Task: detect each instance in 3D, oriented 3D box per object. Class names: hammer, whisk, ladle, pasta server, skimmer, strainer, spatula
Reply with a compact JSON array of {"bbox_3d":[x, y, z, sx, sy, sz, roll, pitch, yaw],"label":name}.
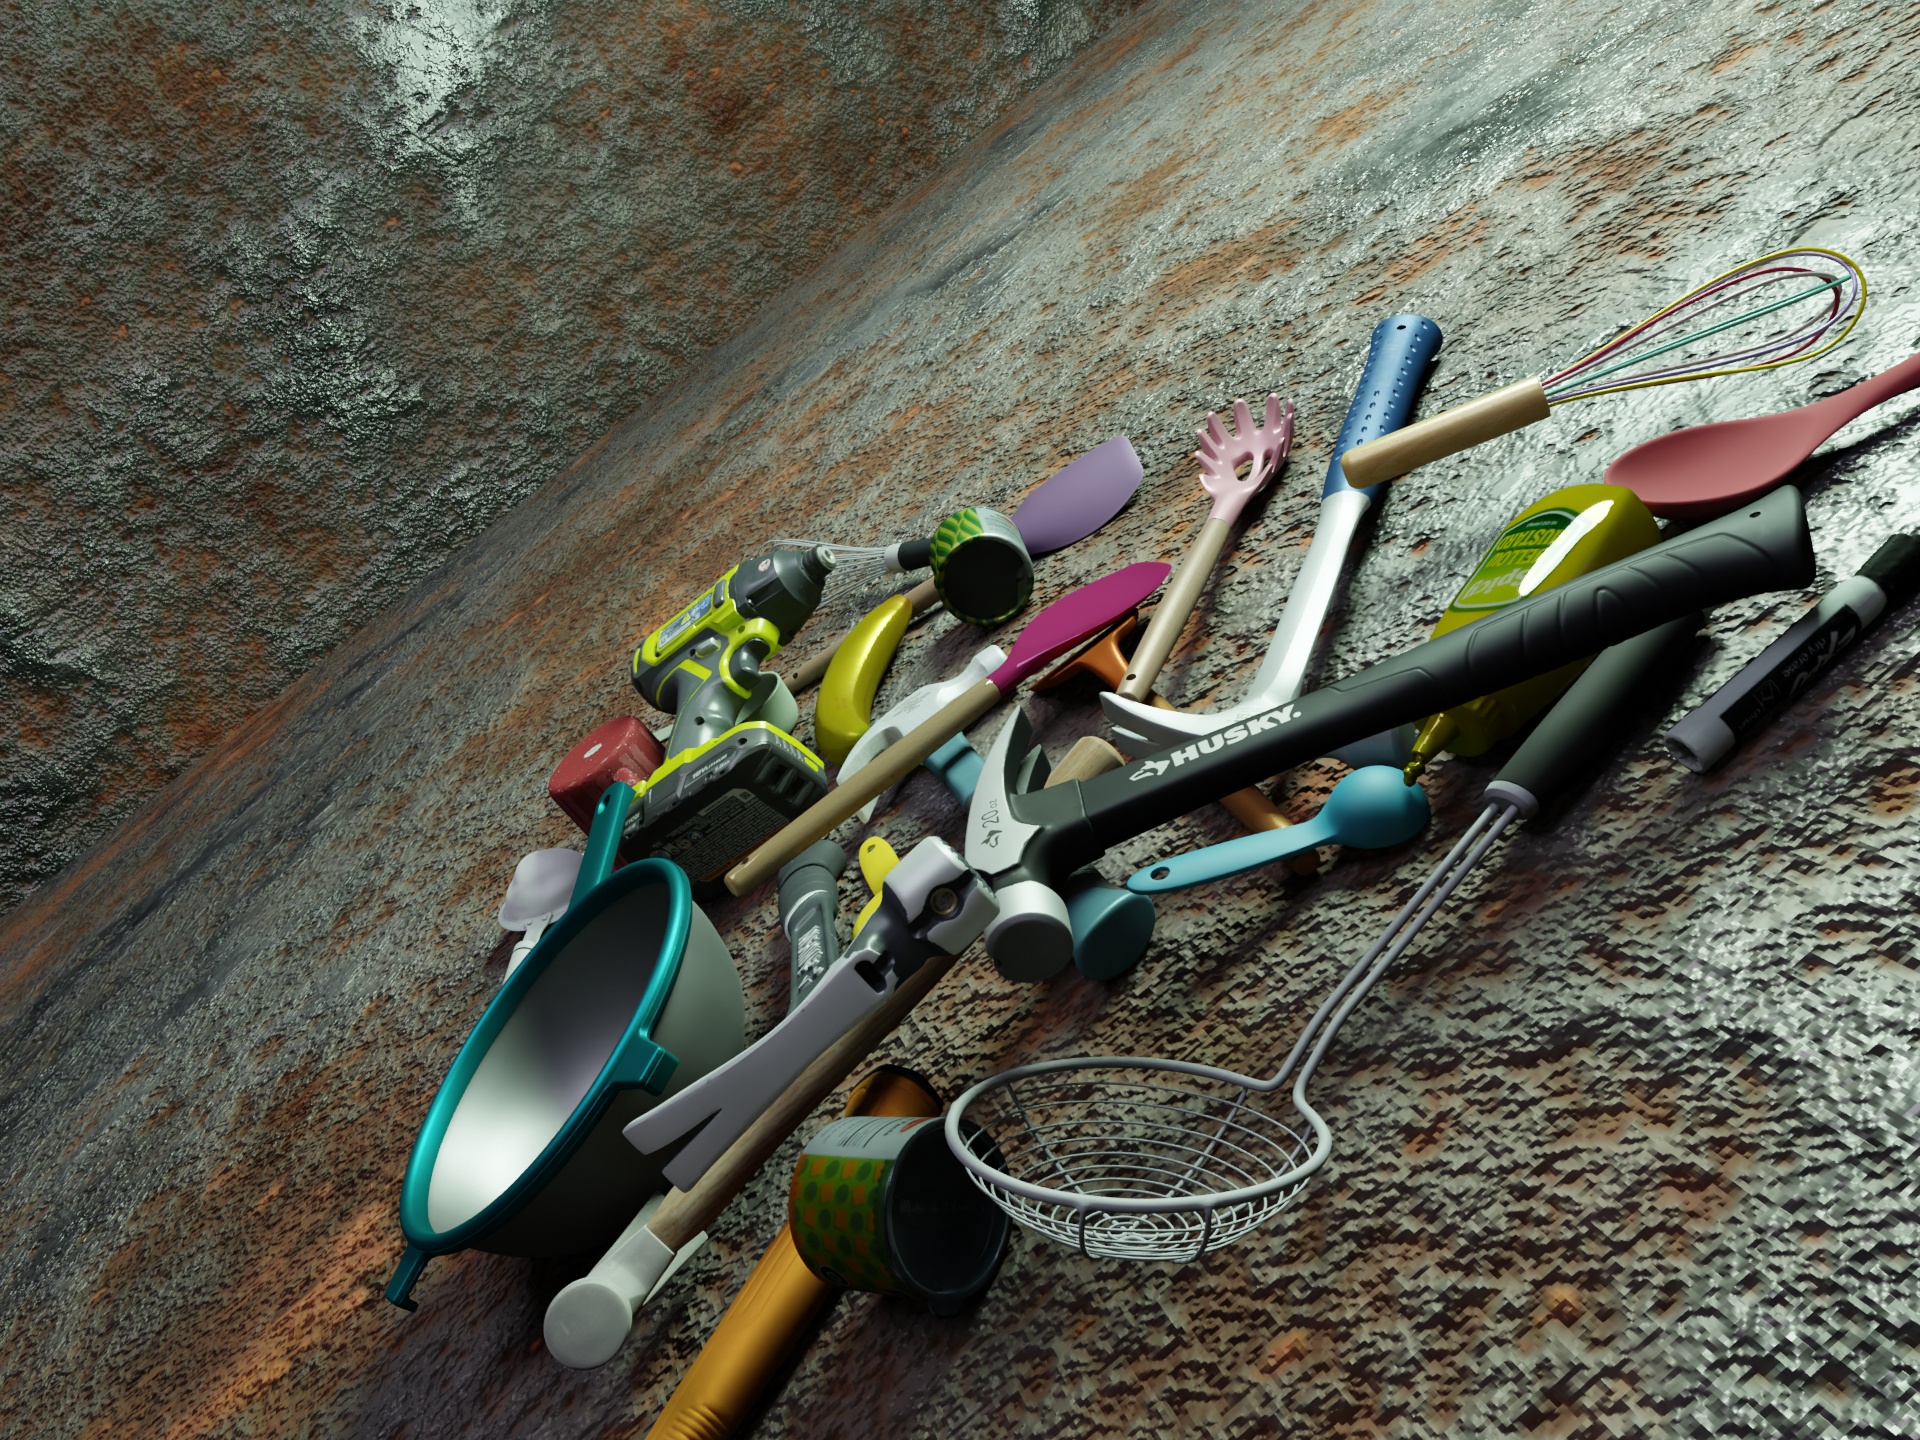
[{"bbox_3d":[-0.100,0.271,0.598,0.127,0.034,0.337,-9,37,49],"label":"hammer"},{"bbox_3d":[-0.044,0.131,0.676,0.331,0.031,0.130,-46,-4,-16],"label":"hammer"},{"bbox_3d":[-0.070,-0.122,1.243,0.285,0.070,0.070,-5,40,44],"label":"whisk"},{"bbox_3d":[0.421,-0.159,0.648,0.315,0.031,0.069,-27,28,19],"label":"ladle"},{"bbox_3d":[0.304,-0.161,0.764,0.245,0.047,0.051,-20,18,20],"label":"whisk"},{"bbox_3d":[-0.070,0.097,0.717,0.149,0.036,0.409,-44,5,-4],"label":"hammer"},{"bbox_3d":[0.194,-0.108,0.837,0.144,0.035,0.406,-3,37,29],"label":"hammer"},{"bbox_3d":[0.020,0.045,0.828,0.128,0.033,0.331,-33,24,-5],"label":"hammer"},{"bbox_3d":[0.136,-0.102,0.896,0.060,0.040,0.316,-4,32,28],"label":"pasta server"},{"bbox_3d":[0.158,-0.010,0.607,0.335,0.035,0.146,-23,27,9],"label":"hammer"},{"bbox_3d":[0.150,0.051,0.571,0.363,0.090,0.127,-45,24,-15],"label":"skimmer"},{"bbox_3d":[-0.174,0.148,0.833,0.211,0.095,0.341,-43,23,18],"label":"strainer"},{"bbox_3d":[-0.005,-0.101,1.140,0.316,0.018,0.060,-31,58,21],"label":"spatula"},{"bbox_3d":[-0.293,0.152,1.081,0.087,0.050,0.259,-18,31,9],"label":"strainer"},{"bbox_3d":[0.106,0.004,0.806,0.081,0.041,0.323,-37,28,1],"label":"spatula"}]

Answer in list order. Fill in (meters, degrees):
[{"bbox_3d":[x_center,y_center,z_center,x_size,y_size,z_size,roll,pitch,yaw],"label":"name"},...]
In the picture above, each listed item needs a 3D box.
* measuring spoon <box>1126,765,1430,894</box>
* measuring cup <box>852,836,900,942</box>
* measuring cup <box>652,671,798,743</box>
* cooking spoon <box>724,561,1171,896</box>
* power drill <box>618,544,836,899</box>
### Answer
[{"bbox_3d":[0.128,0.044,0.655,0.128,0.021,0.042,-17,31,4],"label":"measuring spoon"},{"bbox_3d":[-0.041,0.088,0.849,0.062,0.029,0.157,-38,24,0],"label":"measuring cup"},{"bbox_3d":[-0.188,0.015,1.170,0.167,0.038,0.083,-20,28,32],"label":"measuring cup"},{"bbox_3d":[-0.001,-0.003,0.879,0.319,0.017,0.069,-37,24,-22],"label":"cooking spoon"},{"bbox_3d":[-0.148,-0.010,1.038,0.171,0.080,0.223,-34,38,25],"label":"power drill"}]
